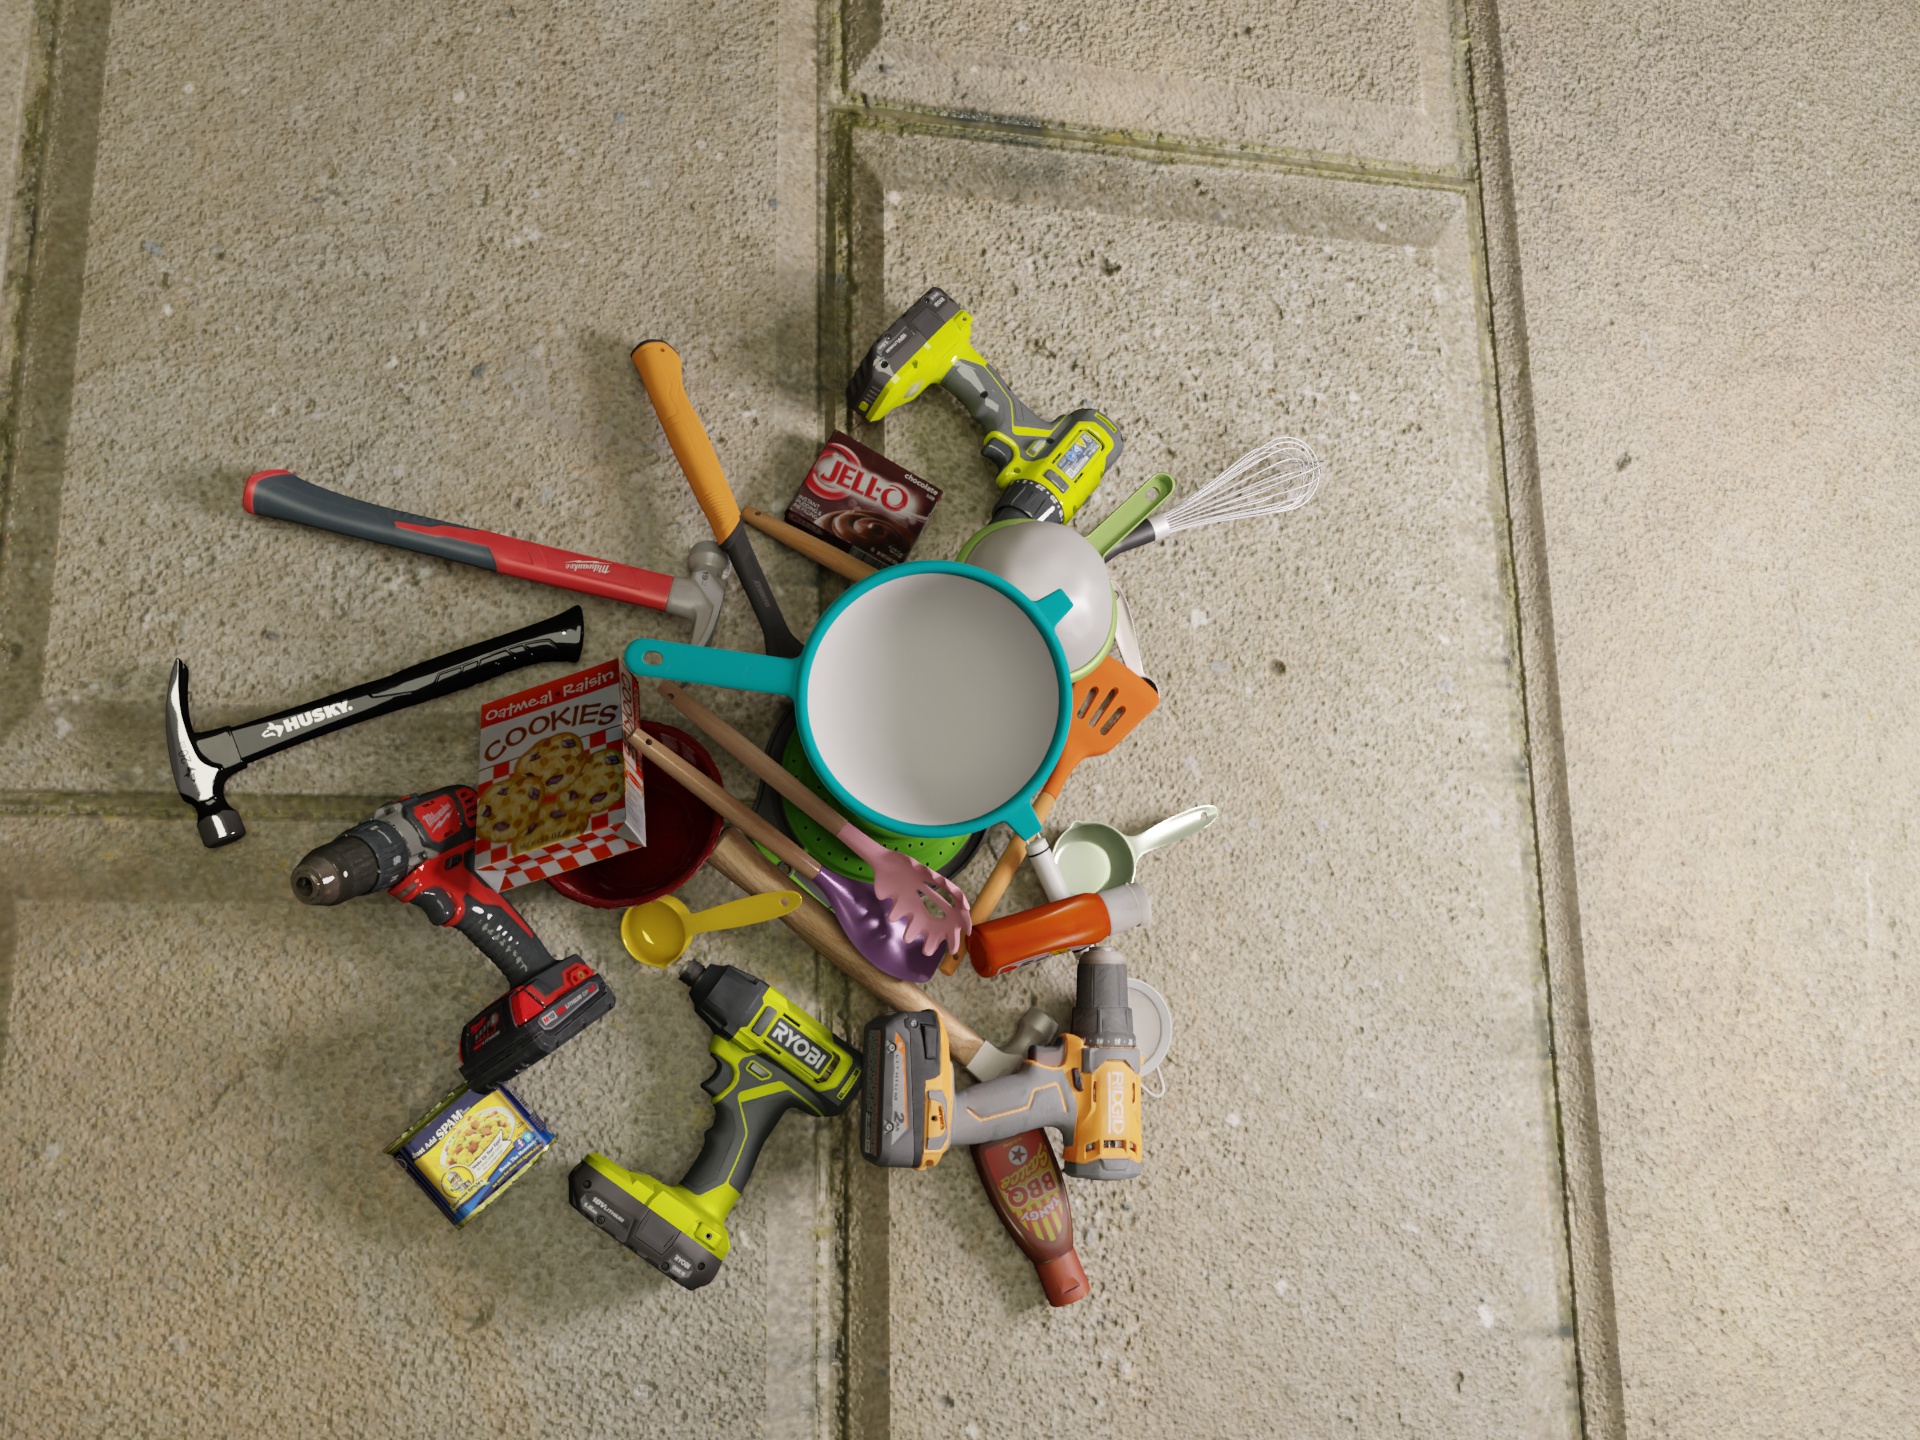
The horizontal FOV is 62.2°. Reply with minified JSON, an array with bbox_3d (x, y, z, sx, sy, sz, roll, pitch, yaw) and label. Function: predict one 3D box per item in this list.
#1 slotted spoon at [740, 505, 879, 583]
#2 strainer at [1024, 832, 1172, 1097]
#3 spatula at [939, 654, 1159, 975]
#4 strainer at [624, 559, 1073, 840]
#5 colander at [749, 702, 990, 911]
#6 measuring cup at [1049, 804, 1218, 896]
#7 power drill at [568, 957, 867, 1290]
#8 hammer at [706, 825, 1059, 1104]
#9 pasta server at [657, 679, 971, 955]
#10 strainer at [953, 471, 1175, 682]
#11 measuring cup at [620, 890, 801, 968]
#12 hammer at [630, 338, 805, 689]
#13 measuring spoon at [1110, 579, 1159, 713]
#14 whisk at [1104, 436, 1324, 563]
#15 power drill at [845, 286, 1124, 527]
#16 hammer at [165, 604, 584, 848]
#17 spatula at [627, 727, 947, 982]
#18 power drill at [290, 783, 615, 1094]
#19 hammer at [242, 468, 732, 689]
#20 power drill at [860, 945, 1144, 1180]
[{"bbox_3d":[-0.054,-0.108,1.355,0.314,0.031,0.070,29,51,11],"label":"slotted spoon"},{"bbox_3d":[0.108,0.201,1.345,0.087,0.050,0.258,-27,97,-17],"label":"strainer"},{"bbox_3d":[0.067,0.081,1.364,0.081,0.041,0.323,36,63,-7],"label":"spatula"},{"bbox_3d":[-0.086,-0.025,1.239,0.340,0.095,0.211,8,89,-3],"label":"strainer"},{"bbox_3d":[-0.002,-0.004,1.351,0.397,0.094,0.204,-42,91,-17],"label":"colander"},{"bbox_3d":[0.150,0.111,1.396,0.167,0.038,0.083,-22,85,-19],"label":"measuring cup"},{"bbox_3d":[-0.200,0.312,1.252,0.171,0.080,0.223,37,69,-5],"label":"power drill"},{"bbox_3d":[-0.076,0.205,1.305,0.331,0.031,0.130,41,74,-11],"label":"hammer"},{"bbox_3d":[-0.117,0.071,1.258,0.316,0.040,0.060,39,109,2],"label":"pasta server"},{"bbox_3d":[0.105,-0.139,1.321,0.151,0.069,0.256,47,66,0],"label":"strainer"},{"bbox_3d":[-0.196,0.156,1.273,0.156,0.029,0.062,-14,96,13],"label":"measuring cup"},{"bbox_3d":[-0.208,-0.177,1.334,0.127,0.034,0.337,-8,68,-49],"label":"hammer"},{"bbox_3d":[0.149,-0.066,1.433,0.034,0.018,0.124,-15,91,-11],"label":"measuring spoon"},{"bbox_3d":[0.209,-0.190,1.464,0.284,0.070,0.070,-23,85,-11],"label":"whisk"},{"bbox_3d":[0.015,-0.253,1.400,0.228,0.080,0.191,41,58,-3],"label":"power drill"},{"bbox_3d":[-0.462,-0.026,1.277,0.334,0.035,0.146,-22,85,-17],"label":"hammer"},{"bbox_3d":[-0.135,0.107,1.256,0.315,0.018,0.060,40,58,-17],"label":"spatula"},{"bbox_3d":[-0.380,0.162,1.189,0.080,0.188,0.227,-34,89,22],"label":"power drill"},{"bbox_3d":[-0.387,-0.127,1.294,0.386,0.038,0.143,13,50,-8],"label":"hammer"},{"bbox_3d":[0.040,0.270,1.268,0.226,0.084,0.185,5,78,-17],"label":"power drill"}]
